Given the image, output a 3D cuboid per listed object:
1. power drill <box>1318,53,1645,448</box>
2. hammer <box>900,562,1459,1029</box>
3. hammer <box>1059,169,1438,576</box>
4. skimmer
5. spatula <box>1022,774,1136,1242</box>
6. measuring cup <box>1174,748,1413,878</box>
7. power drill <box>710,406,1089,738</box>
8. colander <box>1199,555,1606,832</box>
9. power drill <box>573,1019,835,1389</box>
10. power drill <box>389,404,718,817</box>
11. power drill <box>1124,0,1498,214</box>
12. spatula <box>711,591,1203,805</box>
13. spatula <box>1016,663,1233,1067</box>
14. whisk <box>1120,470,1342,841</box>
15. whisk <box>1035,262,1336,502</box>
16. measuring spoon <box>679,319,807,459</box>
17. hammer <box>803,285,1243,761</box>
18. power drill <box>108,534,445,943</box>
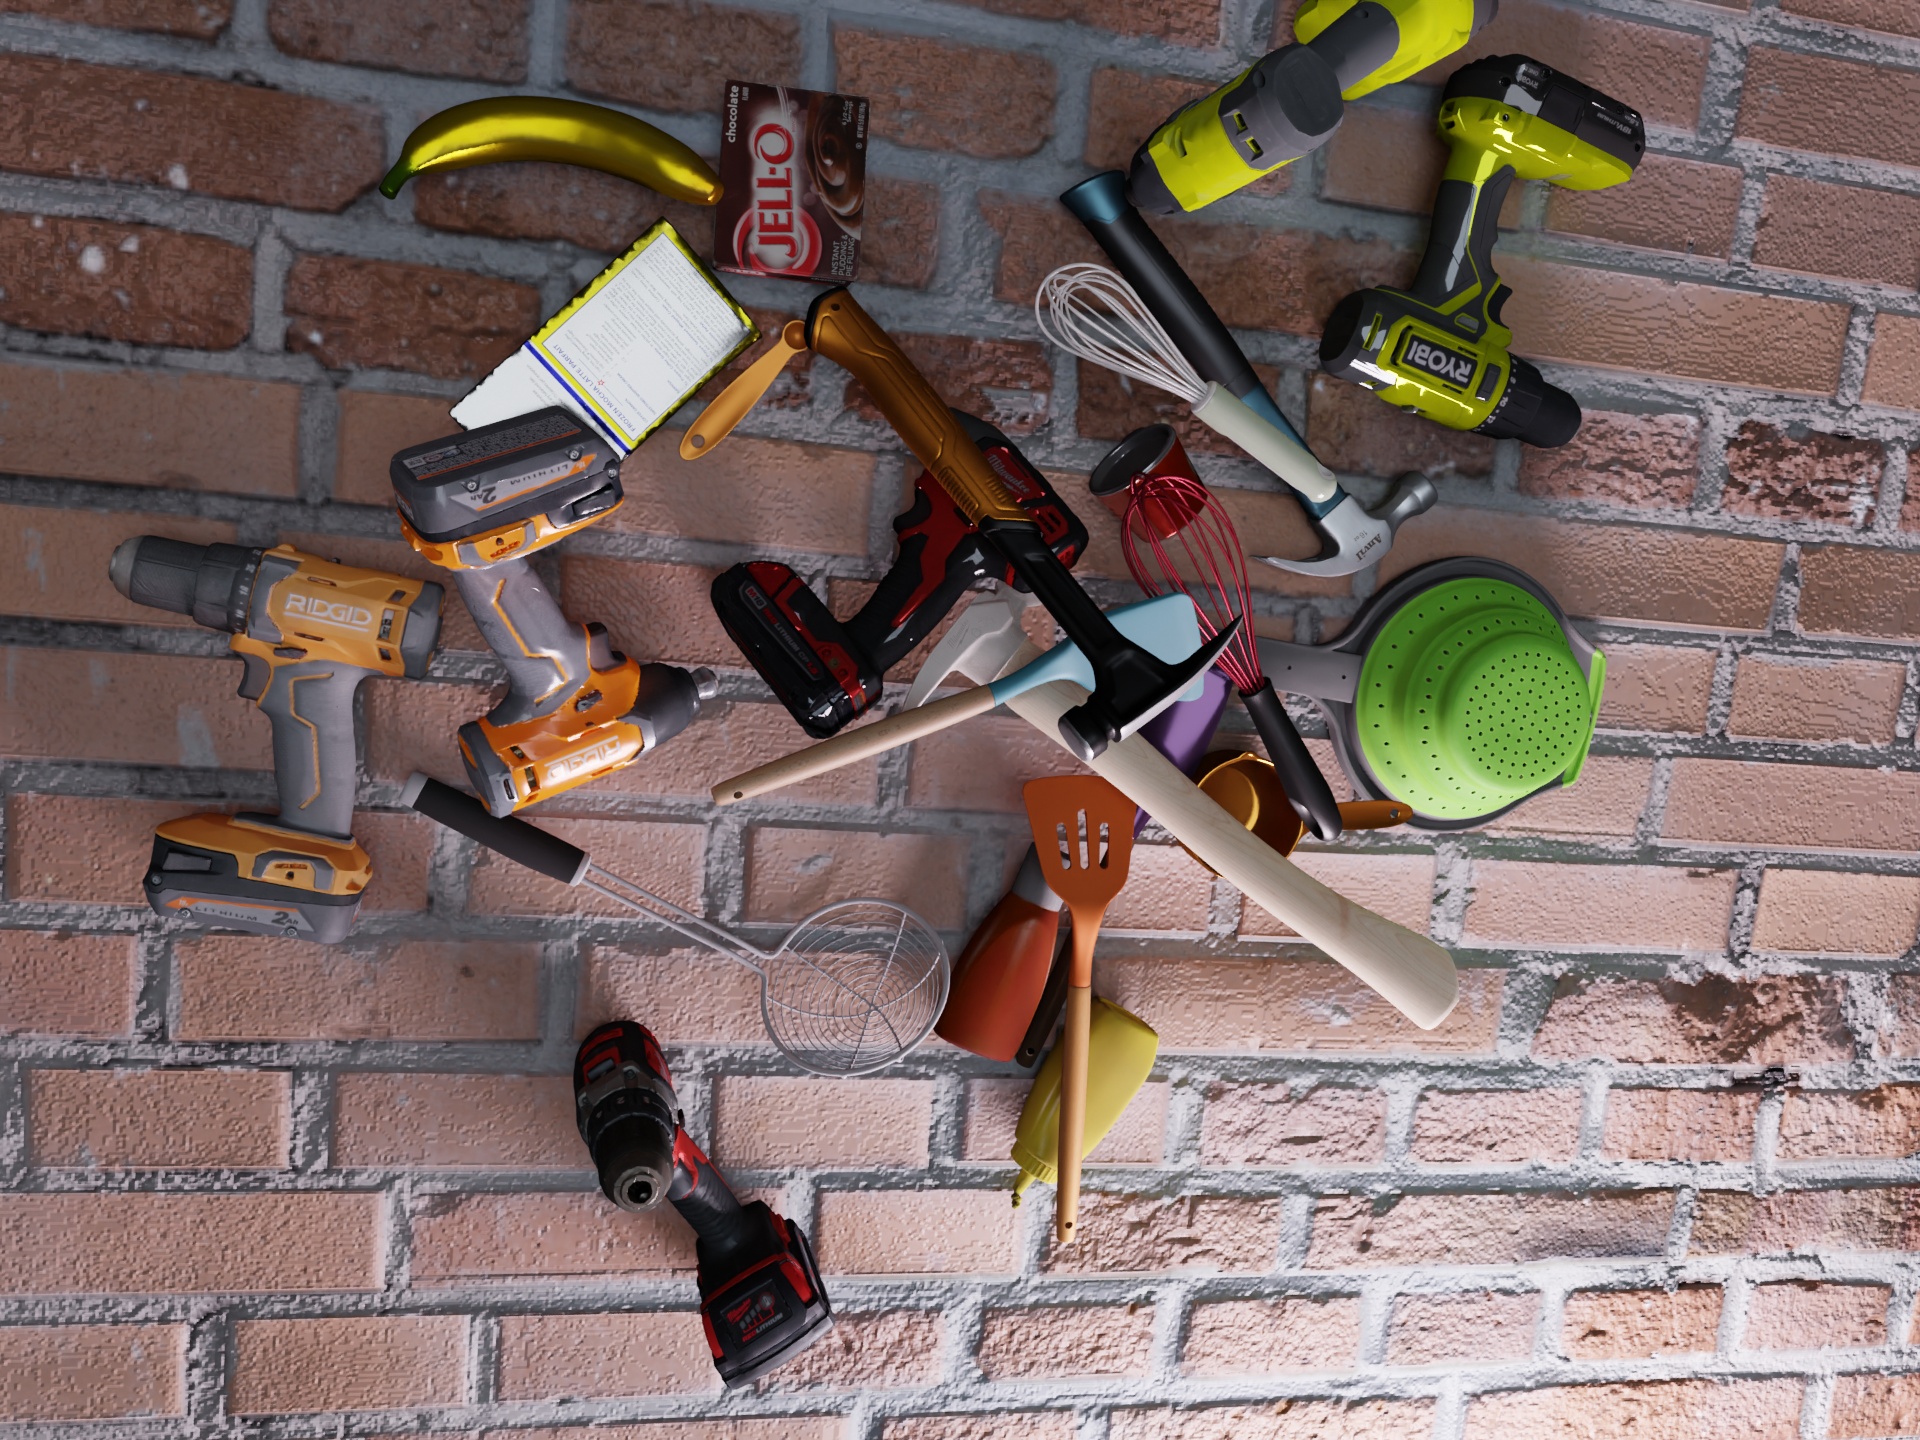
[{"bbox_3d":[0.369,-0.309,1.081,0.190,0.080,0.228,18,98,-15],"label":"power drill"},{"bbox_3d":[0.149,0.072,1.046,0.410,0.038,0.146,38,80,1],"label":"hammer"},{"bbox_3d":[0.184,-0.233,1.073,0.128,0.033,0.330,-42,105,-4],"label":"hammer"},{"bbox_3d":[-0.182,0.114,1.019,0.363,0.090,0.127,29,61,-13],"label":"skimmer"},{"bbox_3d":[0.077,0.199,1.080,0.081,0.041,0.322,0,100,-12],"label":"spatula"},{"bbox_3d":[0.231,0.063,1.125,0.173,0.052,0.095,-1,100,-15],"label":"measuring cup"},{"bbox_3d":[-0.043,-0.102,1.010,0.219,0.078,0.143,-37,78,-9],"label":"power drill"},{"bbox_3d":[0.293,-0.023,1.101,0.397,0.094,0.204,9,97,-14],"label":"colander"},{"bbox_3d":[-0.169,0.311,1.008,0.080,0.188,0.226,-31,109,-7],"label":"power drill"},{"bbox_3d":[-0.236,-0.065,0.952,0.164,0.084,0.226,-23,126,-24],"label":"power drill"},{"bbox_3d":[0.208,-0.393,0.978,0.223,0.171,0.080,-42,106,-22],"label":"power drill"},{"bbox_3d":[-0.002,-0.003,0.991,0.317,0.044,0.082,-21,126,-10],"label":"spatula"},{"bbox_3d":[0.103,0.101,1.102,0.060,0.018,0.316,23,101,3],"label":"spatula"},{"bbox_3d":[0.184,-0.038,1.039,0.073,0.073,0.295,-33,111,-6],"label":"whisk"},{"bbox_3d":[0.151,-0.214,1.031,0.246,0.058,0.059,32,124,-19],"label":"whisk"},{"bbox_3d":[-0.138,-0.210,1.017,0.021,0.011,0.117,43,92,-15],"label":"measuring spoon"},{"bbox_3d":[0.022,-0.140,0.970,0.127,0.034,0.337,-36,78,-11],"label":"hammer"},{"bbox_3d":[-0.424,0.005,0.952,0.185,0.084,0.226,13,92,-15],"label":"power drill"}]
